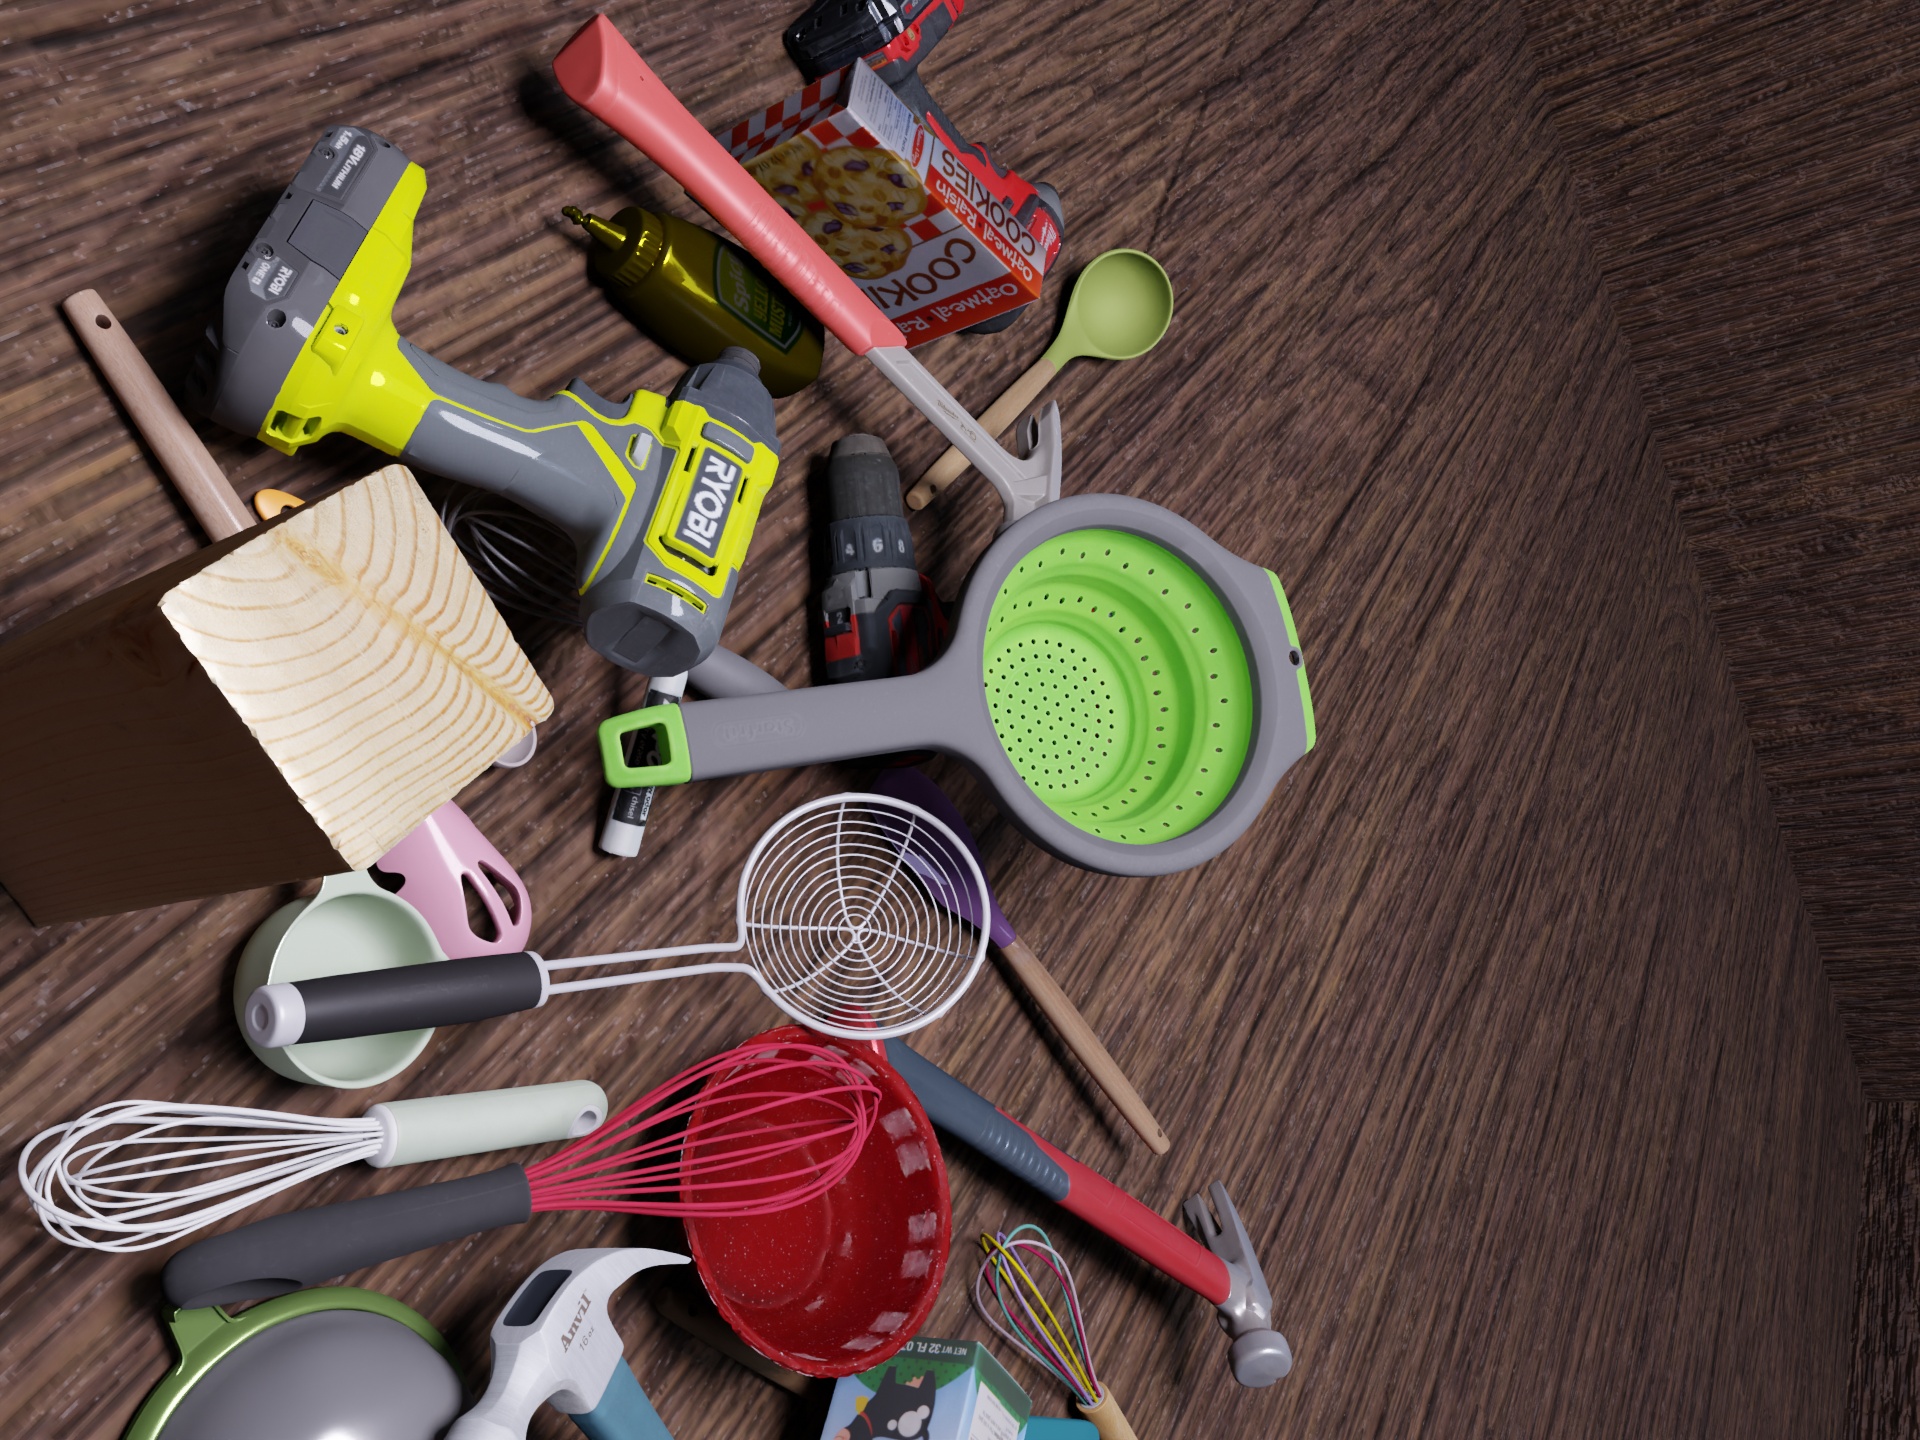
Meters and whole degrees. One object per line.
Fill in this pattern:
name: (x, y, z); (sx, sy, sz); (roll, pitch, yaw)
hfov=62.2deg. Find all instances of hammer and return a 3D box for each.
hammer: (-0.110, 0.353, 0.684); (0.128, 0.033, 0.330); (-67, 143, -52)
hammer: (0.059, 0.261, 0.943); (0.386, 0.038, 0.143); (41, 18, -30)
hammer: (-0.065, -0.230, 0.851); (0.358, 0.036, 0.149); (41, 38, -32)

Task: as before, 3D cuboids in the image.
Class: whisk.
whisk: (-0.234, 0.162, 0.617); (0.246, 0.059, 0.058); (9, 111, -54)
whisk: (-0.152, -0.047, 0.770); (0.238, 0.055, 0.055); (36, 54, -46)
whisk: (-0.157, 0.183, 0.634); (0.295, 0.073, 0.073); (-5, 85, -36)
whisk: (0.069, 0.386, 0.946); (0.244, 0.047, 0.051); (63, 39, -26)

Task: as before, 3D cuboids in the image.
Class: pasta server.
pasta server: (-0.263, -0.023, 0.640); (0.060, 0.040, 0.316); (-45, 112, -47)

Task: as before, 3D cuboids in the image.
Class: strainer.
strainer: (-0.190, 0.301, 0.613); (0.256, 0.069, 0.152); (23, 64, -45)

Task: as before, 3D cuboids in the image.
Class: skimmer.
skimmer: (-0.122, 0.094, 0.689); (0.363, 0.090, 0.127); (3, 59, -56)

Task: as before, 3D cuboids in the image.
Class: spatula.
spatula: (-0.036, 0.354, 0.816); (0.317, 0.044, 0.082); (44, 46, -35)
spatula: (0.043, 0.151, 0.966); (0.315, 0.018, 0.060); (55, 41, -18)

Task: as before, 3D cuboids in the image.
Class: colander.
colander: (-0.001, -0.003, 0.827); (0.397, 0.094, 0.204); (-8, 82, -28)

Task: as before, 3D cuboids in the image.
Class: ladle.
ladle: (0.056, -0.228, 1.067); (0.320, 0.062, 0.078); (-51, 122, -41)

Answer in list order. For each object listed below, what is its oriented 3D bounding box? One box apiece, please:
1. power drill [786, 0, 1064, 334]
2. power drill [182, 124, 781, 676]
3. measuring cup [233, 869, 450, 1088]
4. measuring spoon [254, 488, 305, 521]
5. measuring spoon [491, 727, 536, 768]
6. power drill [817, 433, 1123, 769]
power drill: (-0.004, -0.371, 1.013); (0.219, 0.078, 0.143); (56, 43, -30)
power drill: (-0.184, -0.137, 0.668); (0.223, 0.080, 0.171); (29, 51, -24)
measuring cup: (-0.251, 0.059, 0.620); (0.083, 0.038, 0.167); (-7, 87, -54)
measuring spoon: (-0.247, -0.064, 0.678); (0.116, 0.011, 0.021); (38, 53, -40)
measuring spoon: (-0.235, -0.021, 0.685); (0.124, 0.018, 0.034); (44, 38, -27)
power drill: (0.004, -0.066, 0.948); (0.226, 0.080, 0.188); (0, 81, -48)
